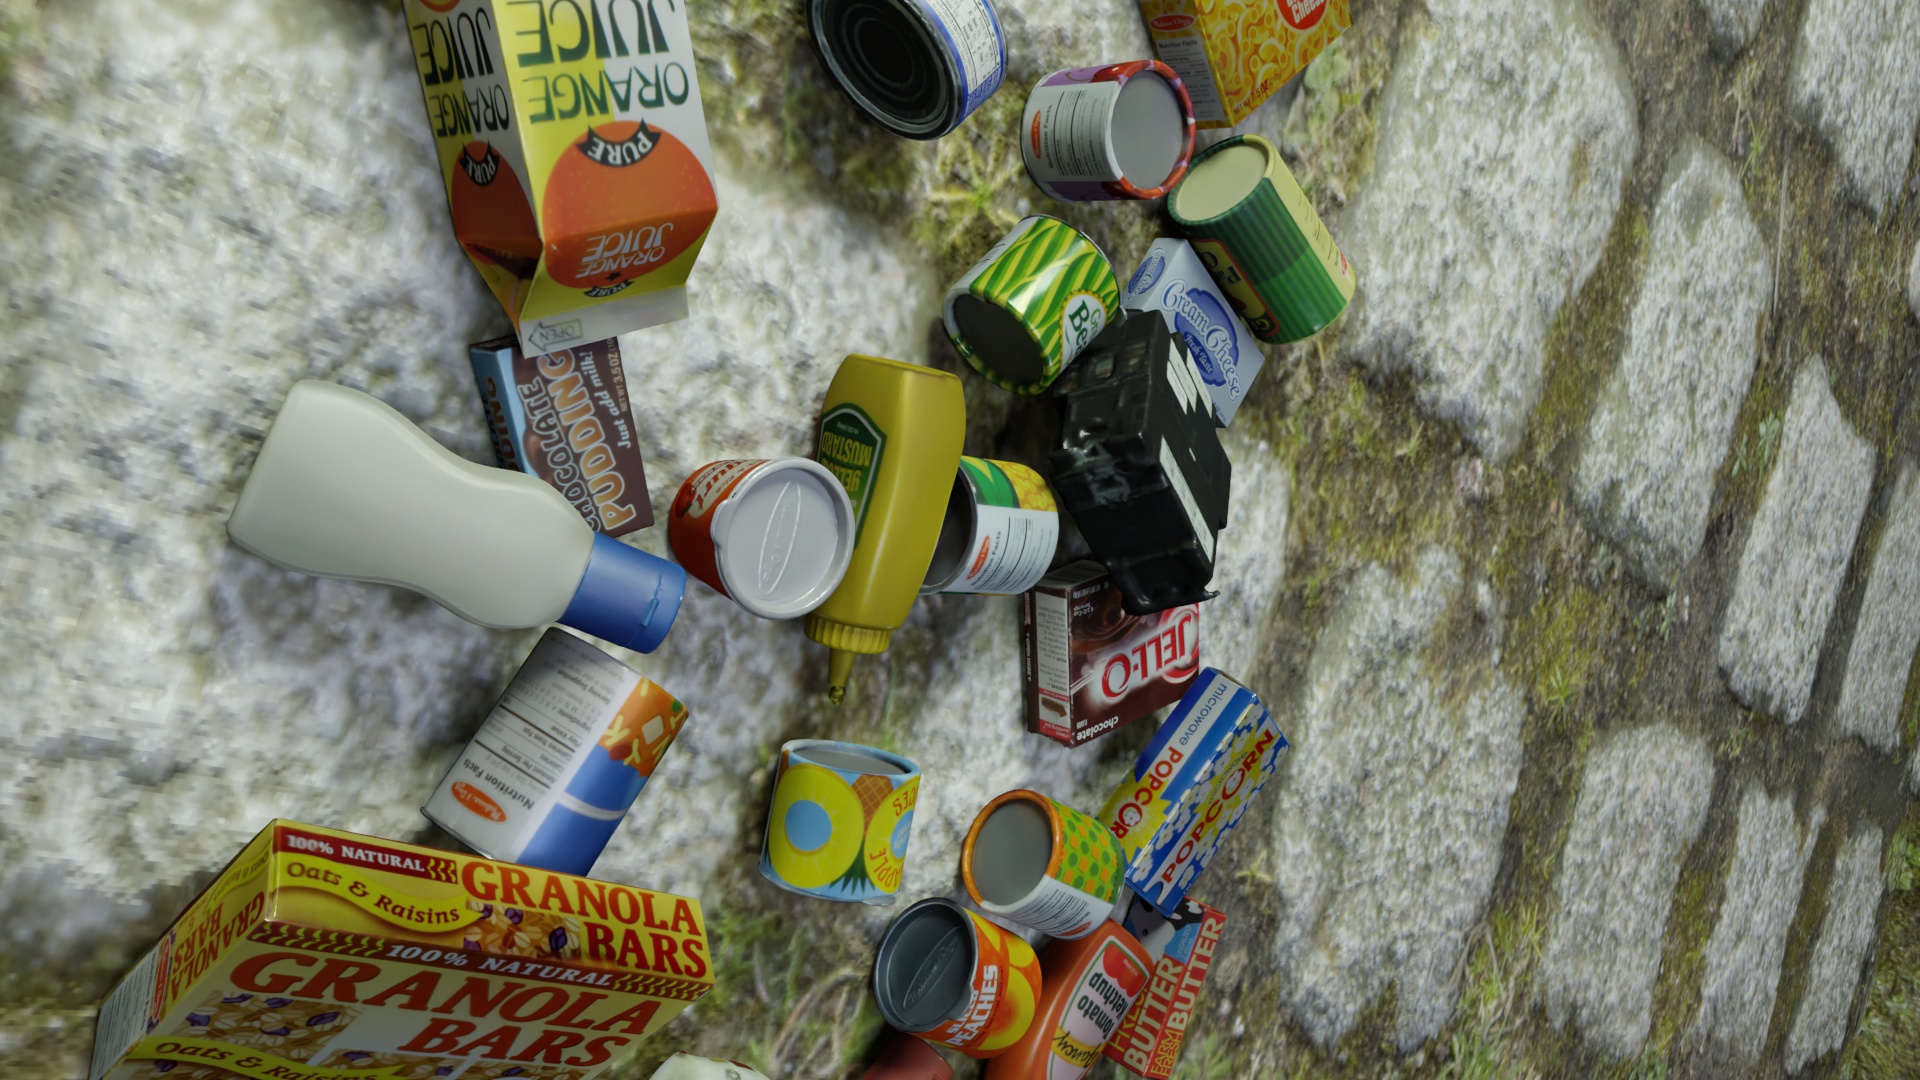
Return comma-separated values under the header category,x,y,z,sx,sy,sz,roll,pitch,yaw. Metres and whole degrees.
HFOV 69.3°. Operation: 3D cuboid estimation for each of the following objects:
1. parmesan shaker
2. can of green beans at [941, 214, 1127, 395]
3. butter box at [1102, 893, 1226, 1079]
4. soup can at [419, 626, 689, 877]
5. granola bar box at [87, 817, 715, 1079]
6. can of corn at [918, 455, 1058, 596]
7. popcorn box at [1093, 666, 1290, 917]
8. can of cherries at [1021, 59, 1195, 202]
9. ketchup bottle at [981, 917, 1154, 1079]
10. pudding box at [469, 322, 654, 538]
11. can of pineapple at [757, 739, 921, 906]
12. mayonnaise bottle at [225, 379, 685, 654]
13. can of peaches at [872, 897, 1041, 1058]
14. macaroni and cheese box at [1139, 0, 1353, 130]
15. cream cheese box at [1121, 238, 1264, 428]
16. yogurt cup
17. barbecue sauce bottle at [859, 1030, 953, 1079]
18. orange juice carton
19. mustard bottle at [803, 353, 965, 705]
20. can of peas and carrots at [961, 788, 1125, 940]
category,x,y,z,sx,sy,sz,roll,pitch,yaw
parmesan shaker,0.167,-0.168,0.773,0.103,0.071,0.071,42,71,-37
can of green beans,0.034,-0.112,0.663,0.058,0.071,0.071,-47,126,-24
butter box,0.114,0.257,0.817,0.024,0.053,0.103,29,79,-39
soup can,-0.154,0.086,0.539,0.071,0.071,0.084,45,69,-38
granola bar box,-0.192,0.159,0.491,0.124,0.039,0.165,-41,136,24
can of corn,0.002,-0.008,0.658,0.058,0.071,0.071,5,96,-45
popcorn box,0.130,0.144,0.793,0.127,0.038,0.085,-52,143,-9
can of cherries,0.075,-0.202,0.687,0.072,0.058,0.071,-10,105,-39
ketchup bottle,0.047,0.279,0.769,0.149,0.043,0.064,-51,125,-21
pudding box,-0.153,-0.040,0.536,0.050,0.030,0.083,-21,112,-36
can of pineapple,-0.053,0.127,0.632,0.071,0.071,0.058,9,93,-42
mayonnaise bottle,-0.172,-0.001,0.493,0.148,0.041,0.064,25,90,-25
can of peaches,0.000,0.222,0.697,0.058,0.071,0.071,39,73,-40
macaroni and cheese box,0.140,-0.322,0.733,0.124,0.040,0.165,-44,125,-26
cream cheese box,0.129,-0.115,0.775,0.103,0.024,0.053,45,68,-38
yogurt cup,-0.086,-0.004,0.587,0.072,0.054,0.072,-10,105,-40
barbecue sauce bottle,-0.062,0.310,0.678,0.149,0.043,0.064,-47,125,-26
orange juice carton,-0.143,-0.166,0.492,0.072,0.073,0.192,-22,113,-38
mustard bottle,-0.041,-0.001,0.623,0.049,0.065,0.160,6,99,-42
can of peas and carrots,0.042,0.168,0.729,0.058,0.071,0.071,33,77,-40
